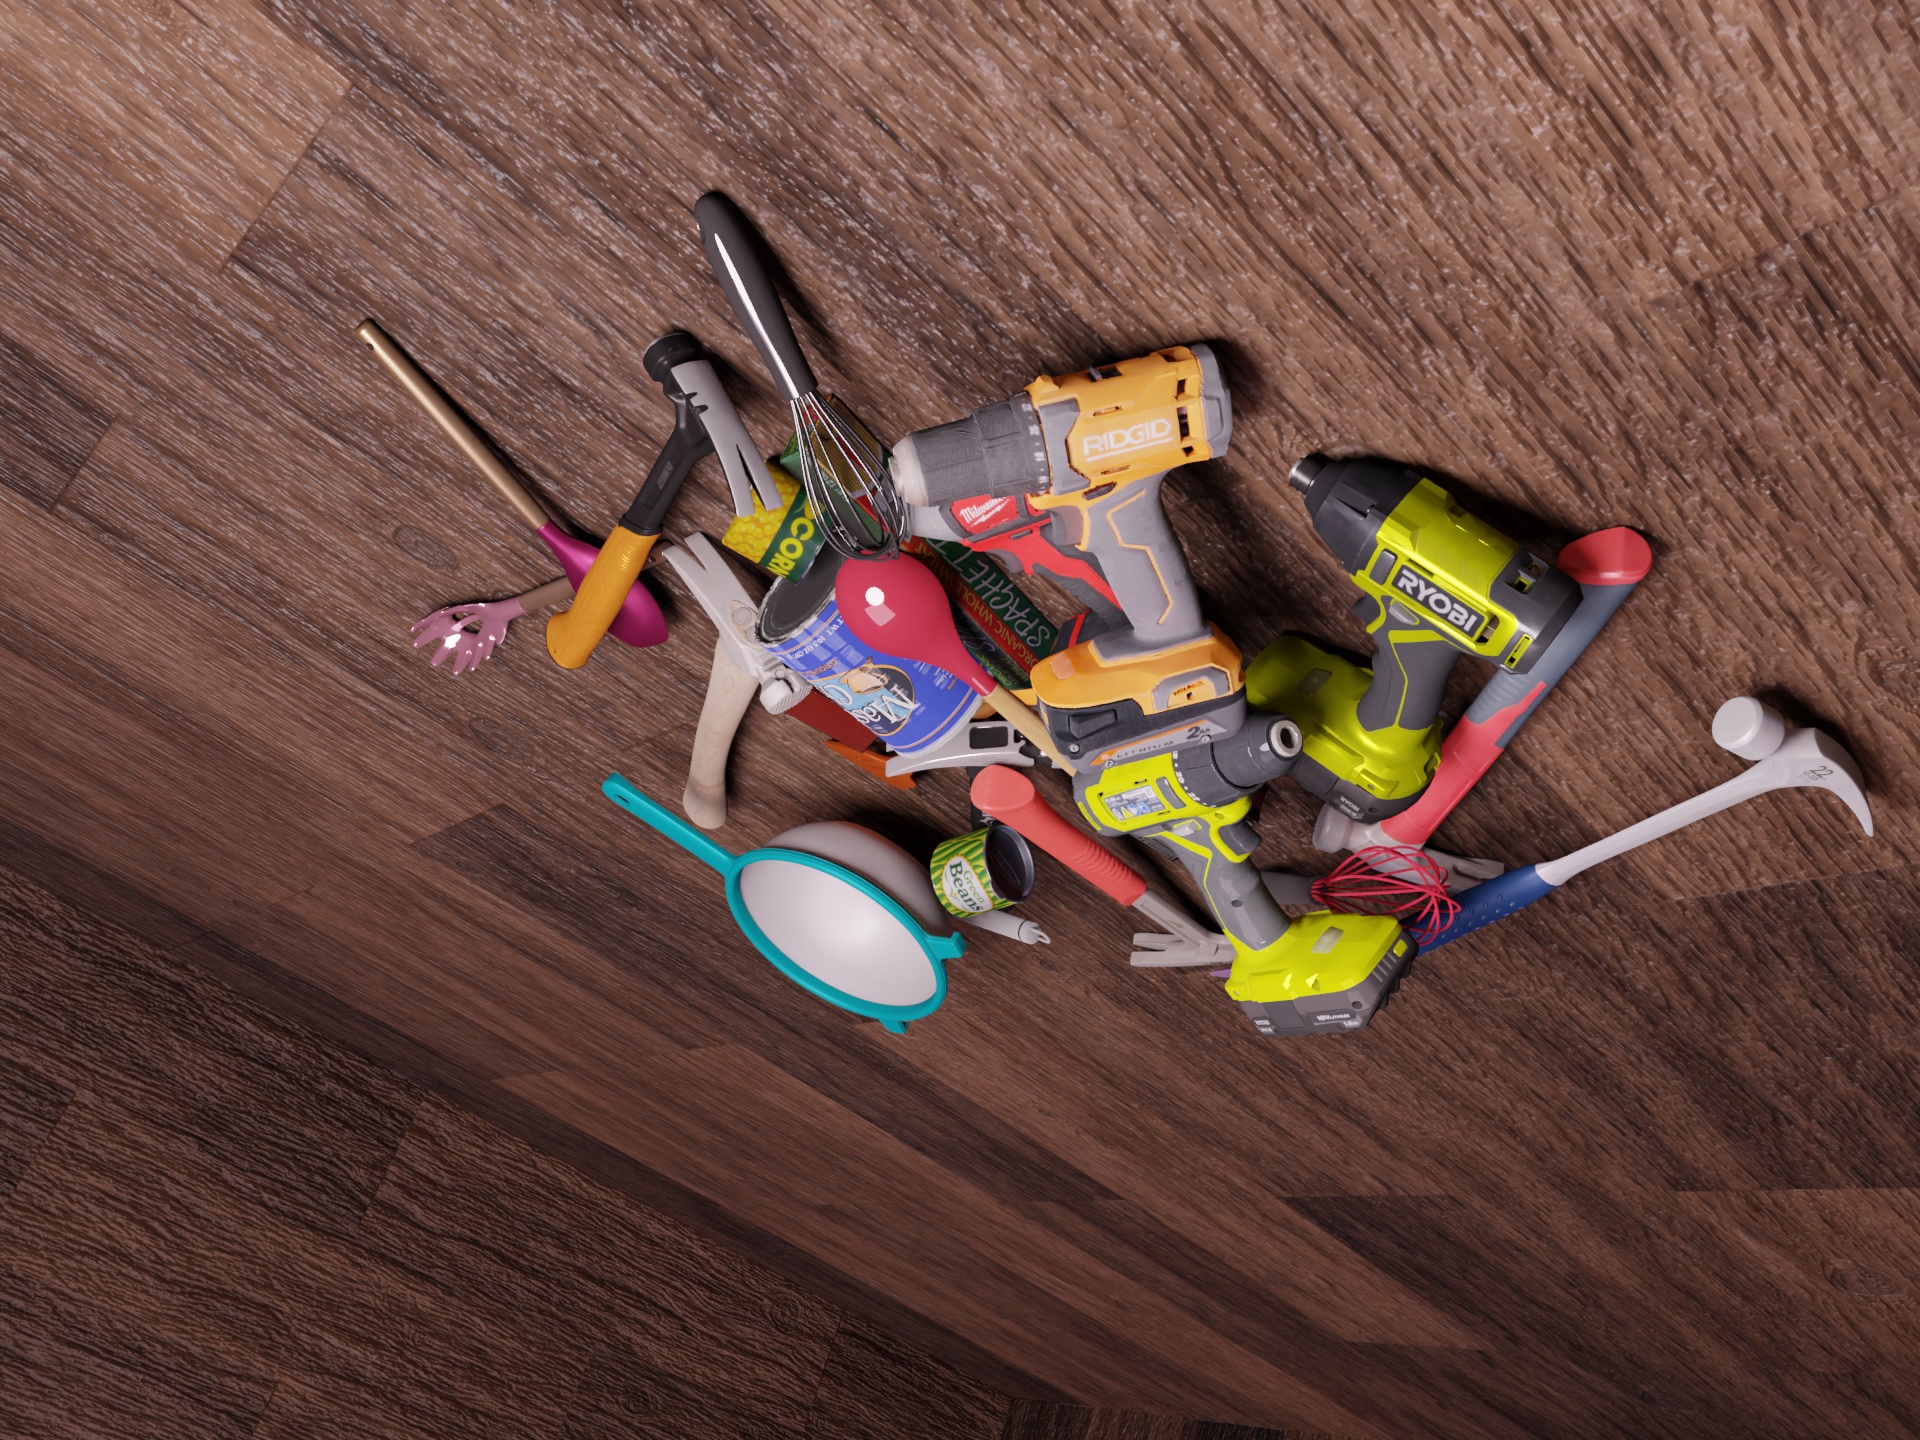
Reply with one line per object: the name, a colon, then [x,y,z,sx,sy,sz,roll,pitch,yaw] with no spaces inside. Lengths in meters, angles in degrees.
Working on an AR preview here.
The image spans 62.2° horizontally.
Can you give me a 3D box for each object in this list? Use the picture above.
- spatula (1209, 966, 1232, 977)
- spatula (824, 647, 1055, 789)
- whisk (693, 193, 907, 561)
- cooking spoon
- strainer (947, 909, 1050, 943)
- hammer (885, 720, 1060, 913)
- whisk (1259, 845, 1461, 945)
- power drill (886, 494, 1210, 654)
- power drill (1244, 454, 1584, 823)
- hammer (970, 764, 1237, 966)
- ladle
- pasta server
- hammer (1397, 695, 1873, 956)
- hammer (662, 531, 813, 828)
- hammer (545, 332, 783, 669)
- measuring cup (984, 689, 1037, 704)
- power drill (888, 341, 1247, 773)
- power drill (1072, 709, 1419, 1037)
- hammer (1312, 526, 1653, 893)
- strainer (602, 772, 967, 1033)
spatula: [0.266,0.197,1.289,0.059,0.018,0.316,2,167,-8]
spatula: [-0.002,-0.004,1.238,0.081,0.041,0.322,33,143,-20]
whisk: [-0.094,-0.194,0.931,0.055,0.055,0.238,-7,121,37]
cooking spoon: [-0.322,-0.162,1.157,0.069,0.017,0.318,-11,132,34]
strainer: [-0.013,0.163,1.401,0.259,0.050,0.086,11,137,49]
hammer: [0.018,0.092,1.332,0.146,0.035,0.334,0,151,1]
whisk: [0.277,0.127,1.179,0.073,0.073,0.296,27,170,-11]
power drill: [0.058,-0.092,1.008,0.143,0.079,0.219,-15,131,32]
power drill: [0.247,-0.050,0.953,0.171,0.080,0.223,37,149,16]
hammer: [0.117,0.128,1.305,0.149,0.037,0.358,-9,148,38]
ladle: [0.035,-0.007,1.086,0.069,0.031,0.315,-37,121,22]
pasta server: [-0.336,-0.095,1.273,0.316,0.040,0.060,-12,128,40]
hammer: [0.418,0.105,1.094,0.144,0.035,0.405,23,144,-22]
hammer: [-0.204,-0.004,1.308,0.146,0.038,0.410,54,156,10]
hammer: [-0.223,-0.116,1.096,0.127,0.034,0.336,60,142,9]
measuring cup: [0.077,0.005,1.146,0.173,0.052,0.095,5,148,3]
power drill: [0.067,-0.086,0.898,0.185,0.084,0.226,-14,119,-4]
power drill: [0.195,0.094,1.042,0.228,0.080,0.190,53,148,-9]
hammer: [0.357,0.009,1.035,0.143,0.038,0.386,18,149,2]
strainer: [-0.142,0.120,1.360,0.340,0.095,0.211,33,144,3]
